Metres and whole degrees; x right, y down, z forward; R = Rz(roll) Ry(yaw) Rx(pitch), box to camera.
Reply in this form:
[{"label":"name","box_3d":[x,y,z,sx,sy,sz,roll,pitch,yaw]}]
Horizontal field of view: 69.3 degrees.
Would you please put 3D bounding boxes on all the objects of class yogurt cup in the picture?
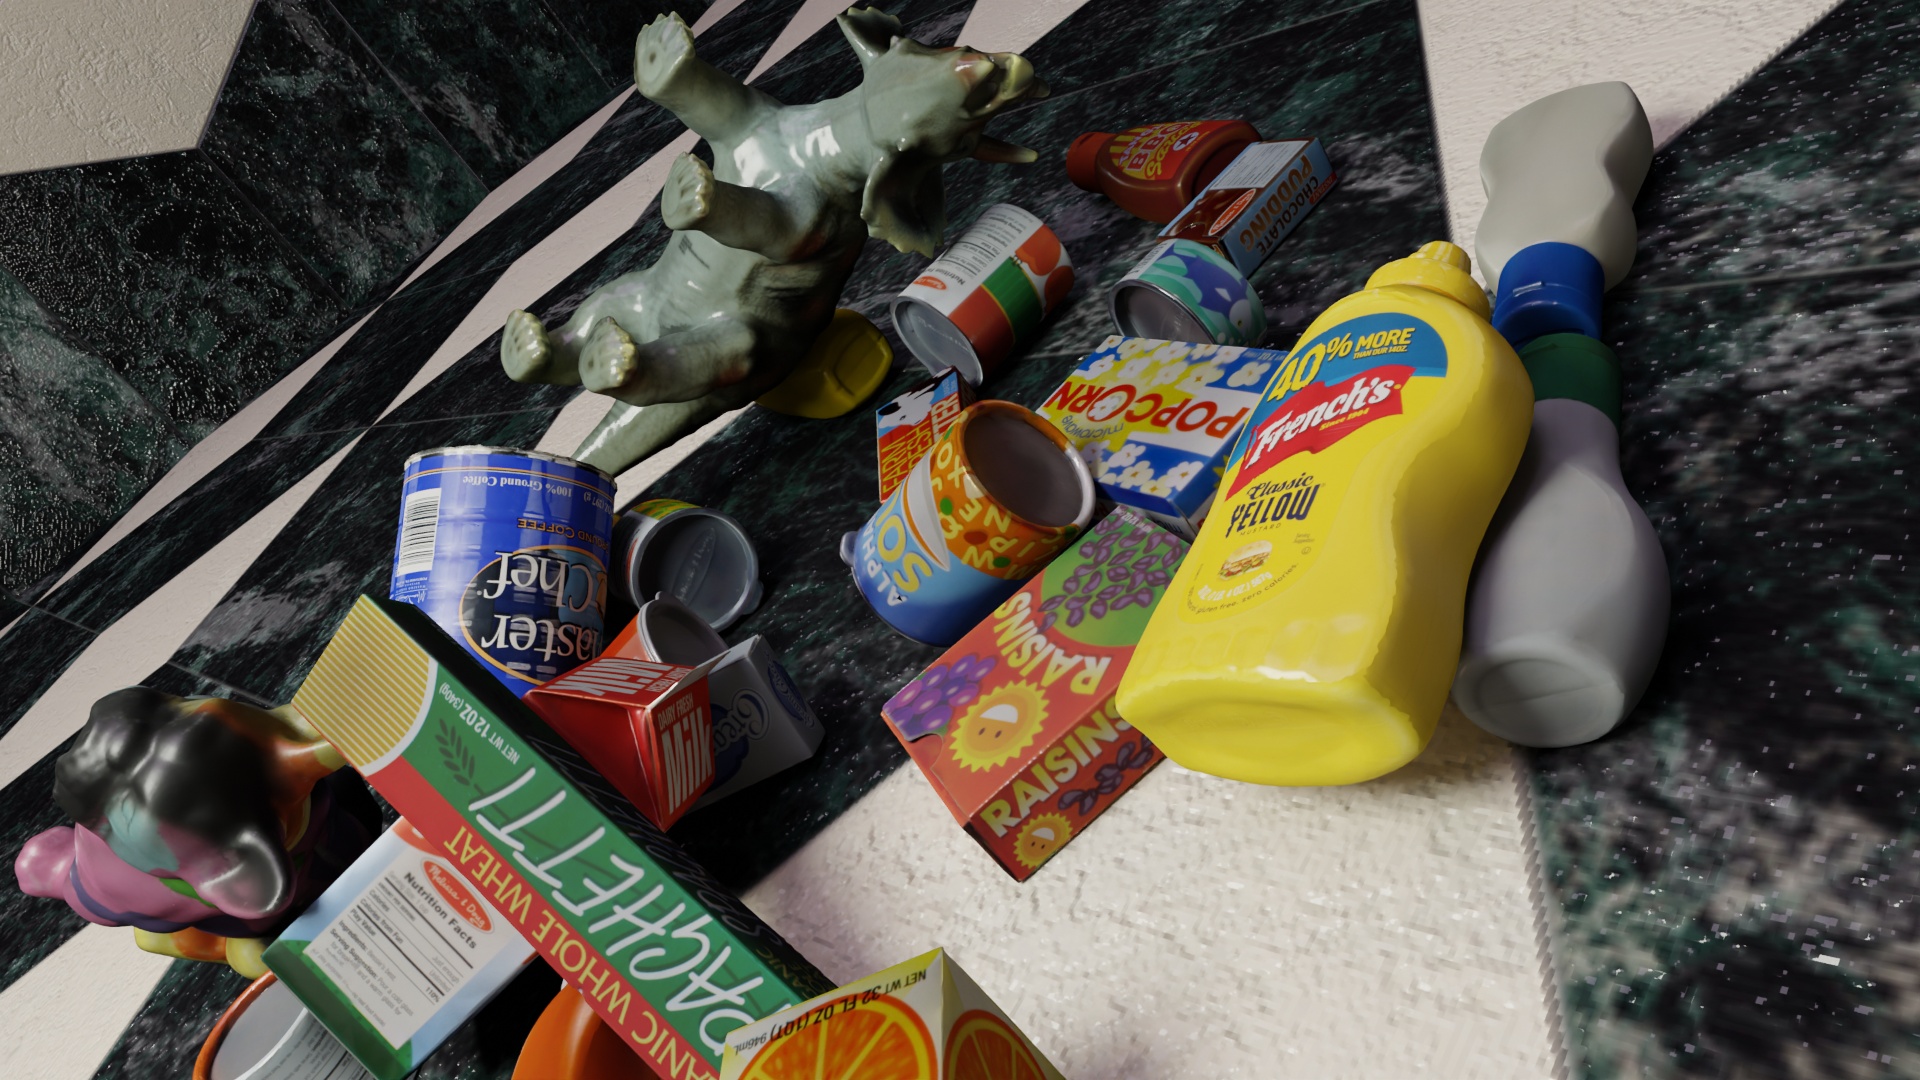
[{"label":"yogurt cup","box_3d":[-0.139,0.069,0.637,0.054,0.072,0.073,-39,27,13]}]

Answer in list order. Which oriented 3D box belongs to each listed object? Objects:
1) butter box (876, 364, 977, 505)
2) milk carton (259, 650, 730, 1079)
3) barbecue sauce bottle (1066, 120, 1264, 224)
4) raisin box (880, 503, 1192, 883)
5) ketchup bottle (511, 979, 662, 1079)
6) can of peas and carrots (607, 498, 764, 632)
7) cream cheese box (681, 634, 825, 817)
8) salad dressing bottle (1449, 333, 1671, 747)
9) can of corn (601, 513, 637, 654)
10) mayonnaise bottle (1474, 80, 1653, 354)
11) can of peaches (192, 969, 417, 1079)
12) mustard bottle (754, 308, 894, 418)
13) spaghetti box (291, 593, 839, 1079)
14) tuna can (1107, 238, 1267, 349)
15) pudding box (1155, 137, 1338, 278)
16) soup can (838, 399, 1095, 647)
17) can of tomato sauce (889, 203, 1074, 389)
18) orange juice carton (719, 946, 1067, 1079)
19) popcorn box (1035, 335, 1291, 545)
[{"label":"butter box","box_3d":[-0.016,-0.049,0.714,0.053,0.024,0.104,-30,29,13]},{"label":"milk carton","box_3d":[-0.165,0.112,0.537,0.190,0.073,0.072,-44,0,7]},{"label":"barbecue sauce bottle","box_3d":[0.111,-0.214,0.800,0.065,0.043,0.149,-42,29,-7]},{"label":"raisin box","box_3d":[0.040,0.050,0.493,0.123,0.040,0.086,-40,30,-5]},{"label":"ketchup bottle","box_3d":[-0.118,0.177,0.459,0.043,0.064,0.149,-27,20,1]},{"label":"can of peas and carrots","box_3d":[-0.143,0.014,0.720,0.071,0.070,0.059,-46,26,-17]},{"label":"cream cheese box","box_3d":[-0.114,0.086,0.590,0.103,0.053,0.024,-27,14,17]},{"label":"salad dressing bottle","box_3d":[0.179,-0.007,0.421,0.064,0.044,0.148,-21,30,40]},{"label":"can of corn","box_3d":[-0.207,0.022,0.778,0.071,0.071,0.058,-33,28,8]},{"label":"mayonnaise bottle","box_3d":[0.230,-0.121,0.536,0.064,0.041,0.149,-14,37,38]},{"label":"can of peaches","box_3d":[-0.268,0.212,0.571,0.071,0.058,0.071,-27,31,17]},{"label":"mustard bottle","box_3d":[-0.107,-0.111,0.880,0.160,0.048,0.065,8,55,53]},{"label":"spaghetti box","box_3d":[-0.129,0.104,0.458,0.250,0.028,0.050,34,92,24]},{"label":"tuna can","box_3d":[0.103,-0.098,0.617,0.033,0.071,0.071,-45,29,-16]},{"label":"pudding box","box_3d":[0.146,-0.169,0.709,0.084,0.030,0.050,-46,31,-17]},{"label":"soup can","box_3d":[0.002,-0.007,0.555,0.083,0.071,0.072,-47,17,40]},{"label":"can of tomato sauce","box_3d":[0.013,-0.133,0.768,0.083,0.071,0.071,-47,30,-19]},{"label":"orange juice carton","box_3d":[-0.015,0.196,0.302,0.071,0.073,0.194,-27,30,17]},{"label":"popcorn box","box_3d":[0.083,-0.042,0.582,0.085,0.038,0.127,-47,30,-15]}]
